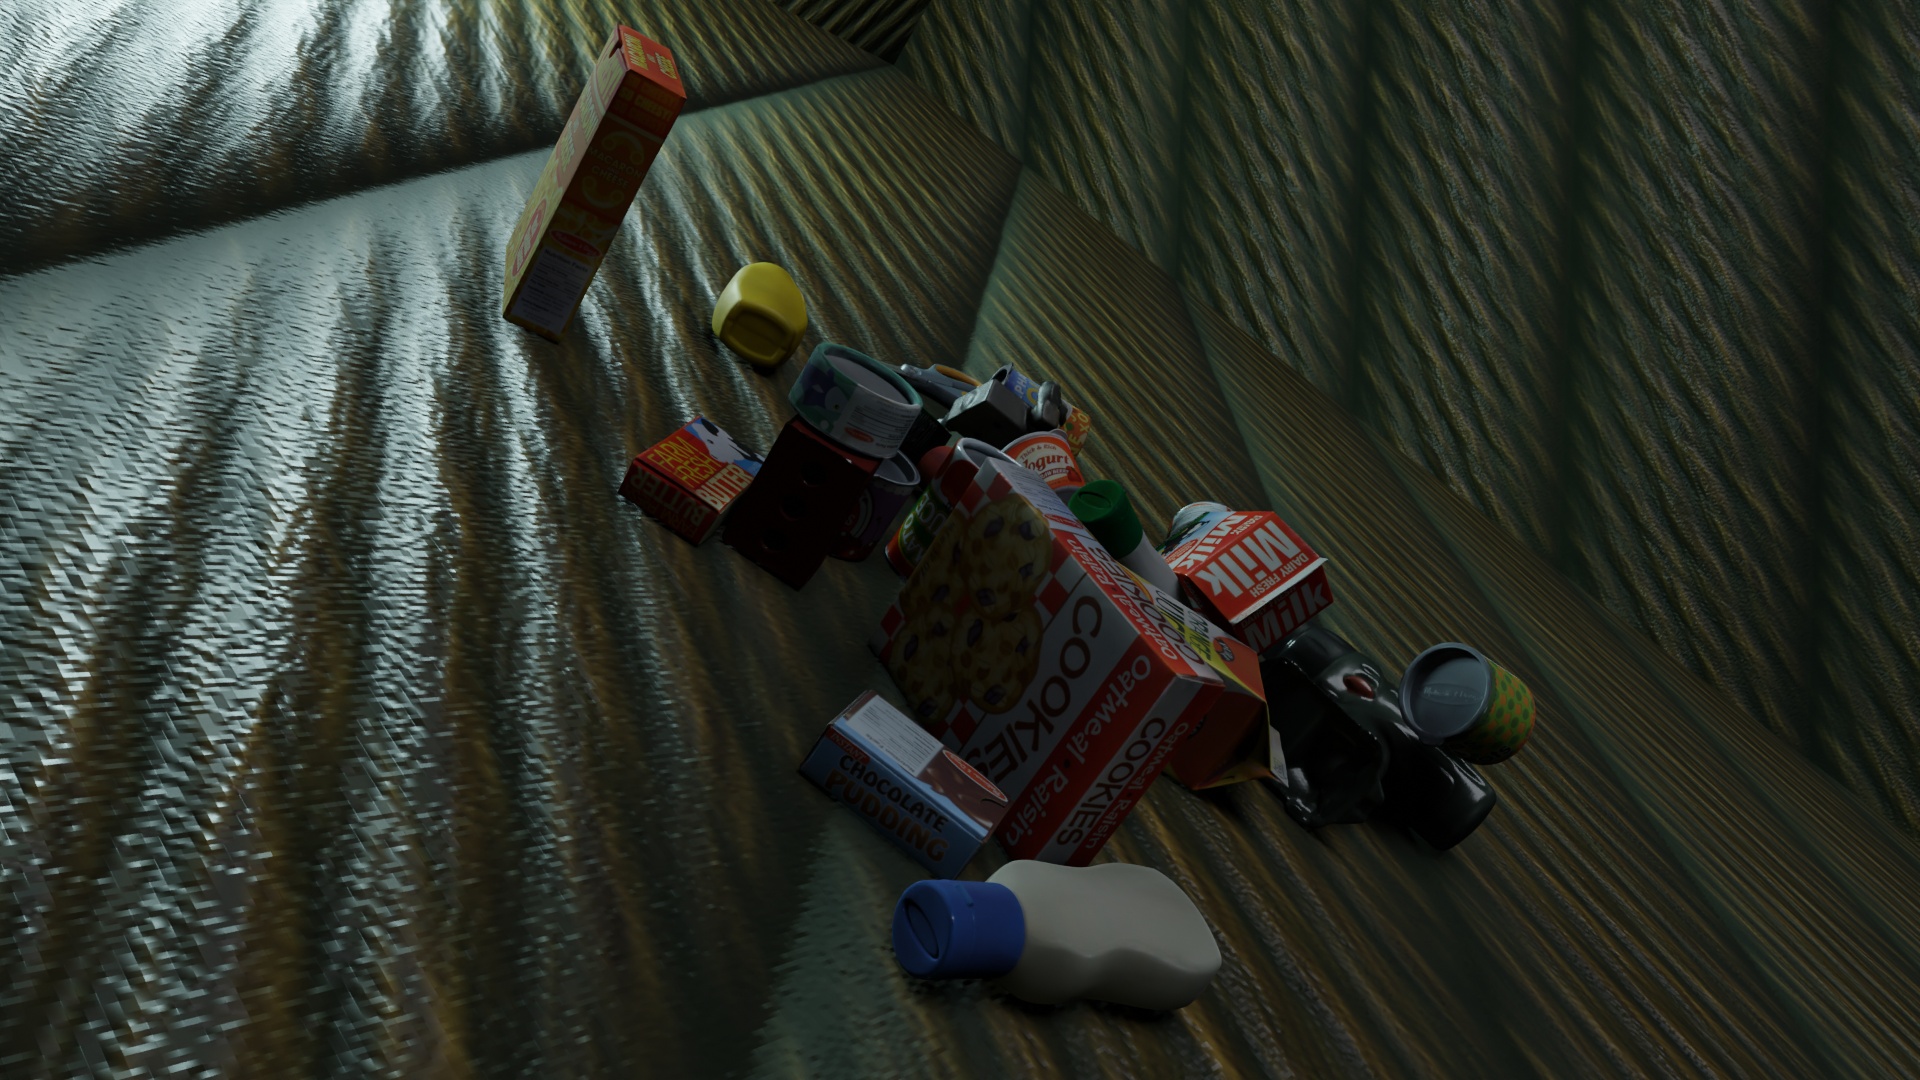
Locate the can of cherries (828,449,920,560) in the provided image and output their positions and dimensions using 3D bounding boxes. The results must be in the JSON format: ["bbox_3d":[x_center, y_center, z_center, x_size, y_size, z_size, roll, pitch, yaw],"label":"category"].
[{"bbox_3d":[-0.067,-0.030,0.811,0.071,0.058,0.072,31,19,-12],"label":"can of cherries"}]

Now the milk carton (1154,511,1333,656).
[{"bbox_3d":[0.183,0.029,0.927,0.073,0.072,0.190,55,-5,-5],"label":"milk carton"}]

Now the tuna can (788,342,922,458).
[{"bbox_3d":[-0.056,-0.077,0.744,0.071,0.032,0.071,28,19,-10],"label":"tuna can"}]

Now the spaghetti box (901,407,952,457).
[{"bbox_3d":[-0.045,-0.084,0.914,0.050,0.028,0.250,35,2,5],"label":"spaghetti box"}]

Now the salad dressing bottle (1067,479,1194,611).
[{"bbox_3d":[0.110,0.024,0.885,0.064,0.044,0.147,25,-26,46],"label":"salad dressing bottle"}]

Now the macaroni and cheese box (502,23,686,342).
[{"bbox_3d":[-0.226,-0.220,0.844,0.040,0.166,0.124,23,22,-28],"label":"macaroni and cheese box"}]

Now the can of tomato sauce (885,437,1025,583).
[{"bbox_3d":[0.003,-0.011,0.839,0.071,0.083,0.071,30,19,-11],"label":"can of tomato sauce"}]

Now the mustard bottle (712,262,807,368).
[{"bbox_3d":[-0.148,-0.177,1.045,0.065,0.048,0.161,29,19,-16],"label":"mustard bottle"}]

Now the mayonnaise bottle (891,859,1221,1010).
[{"bbox_3d":[0.039,0.159,0.563,0.148,0.041,0.065,15,25,-40],"label":"mayonnaise bottle"}]

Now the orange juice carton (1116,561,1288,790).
[{"bbox_3d":[0.112,0.077,0.821,0.193,0.072,0.072,33,19,-3],"label":"orange juice carton"}]

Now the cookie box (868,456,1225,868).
[{"bbox_3d":[0.035,0.059,0.667,0.040,0.122,0.168,15,27,-42],"label":"cookie box"}]

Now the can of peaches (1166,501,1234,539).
[{"bbox_3d":[0.202,0.009,1.140,0.071,0.071,0.058,35,19,1],"label":"can of peaches"}]

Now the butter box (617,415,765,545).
[{"bbox_3d":[-0.142,-0.035,0.755,0.053,0.024,0.104,34,19,-2],"label":"butter box"}]

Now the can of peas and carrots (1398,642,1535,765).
[{"bbox_3d":[0.330,0.110,0.906,0.058,0.070,0.071,28,19,-33],"label":"can of peas and carrots"}]

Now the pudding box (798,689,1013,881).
[{"bbox_3d":[-0.022,0.106,0.604,0.084,0.030,0.050,36,18,7],"label":"pudding box"}]

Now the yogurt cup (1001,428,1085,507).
[{"bbox_3d":[0.061,-0.038,1.030,0.072,0.072,0.054,16,34,-42],"label":"yogurt cup"}]

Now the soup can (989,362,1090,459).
[{"bbox_3d":[0.058,-0.098,1.151,0.084,0.071,0.071,29,20,-14],"label":"soup can"}]

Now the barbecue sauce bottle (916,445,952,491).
[{"bbox_3d":[0.023,-0.013,0.921,0.149,0.044,0.064,45,-19,42],"label":"barbecue sauce bottle"}]
